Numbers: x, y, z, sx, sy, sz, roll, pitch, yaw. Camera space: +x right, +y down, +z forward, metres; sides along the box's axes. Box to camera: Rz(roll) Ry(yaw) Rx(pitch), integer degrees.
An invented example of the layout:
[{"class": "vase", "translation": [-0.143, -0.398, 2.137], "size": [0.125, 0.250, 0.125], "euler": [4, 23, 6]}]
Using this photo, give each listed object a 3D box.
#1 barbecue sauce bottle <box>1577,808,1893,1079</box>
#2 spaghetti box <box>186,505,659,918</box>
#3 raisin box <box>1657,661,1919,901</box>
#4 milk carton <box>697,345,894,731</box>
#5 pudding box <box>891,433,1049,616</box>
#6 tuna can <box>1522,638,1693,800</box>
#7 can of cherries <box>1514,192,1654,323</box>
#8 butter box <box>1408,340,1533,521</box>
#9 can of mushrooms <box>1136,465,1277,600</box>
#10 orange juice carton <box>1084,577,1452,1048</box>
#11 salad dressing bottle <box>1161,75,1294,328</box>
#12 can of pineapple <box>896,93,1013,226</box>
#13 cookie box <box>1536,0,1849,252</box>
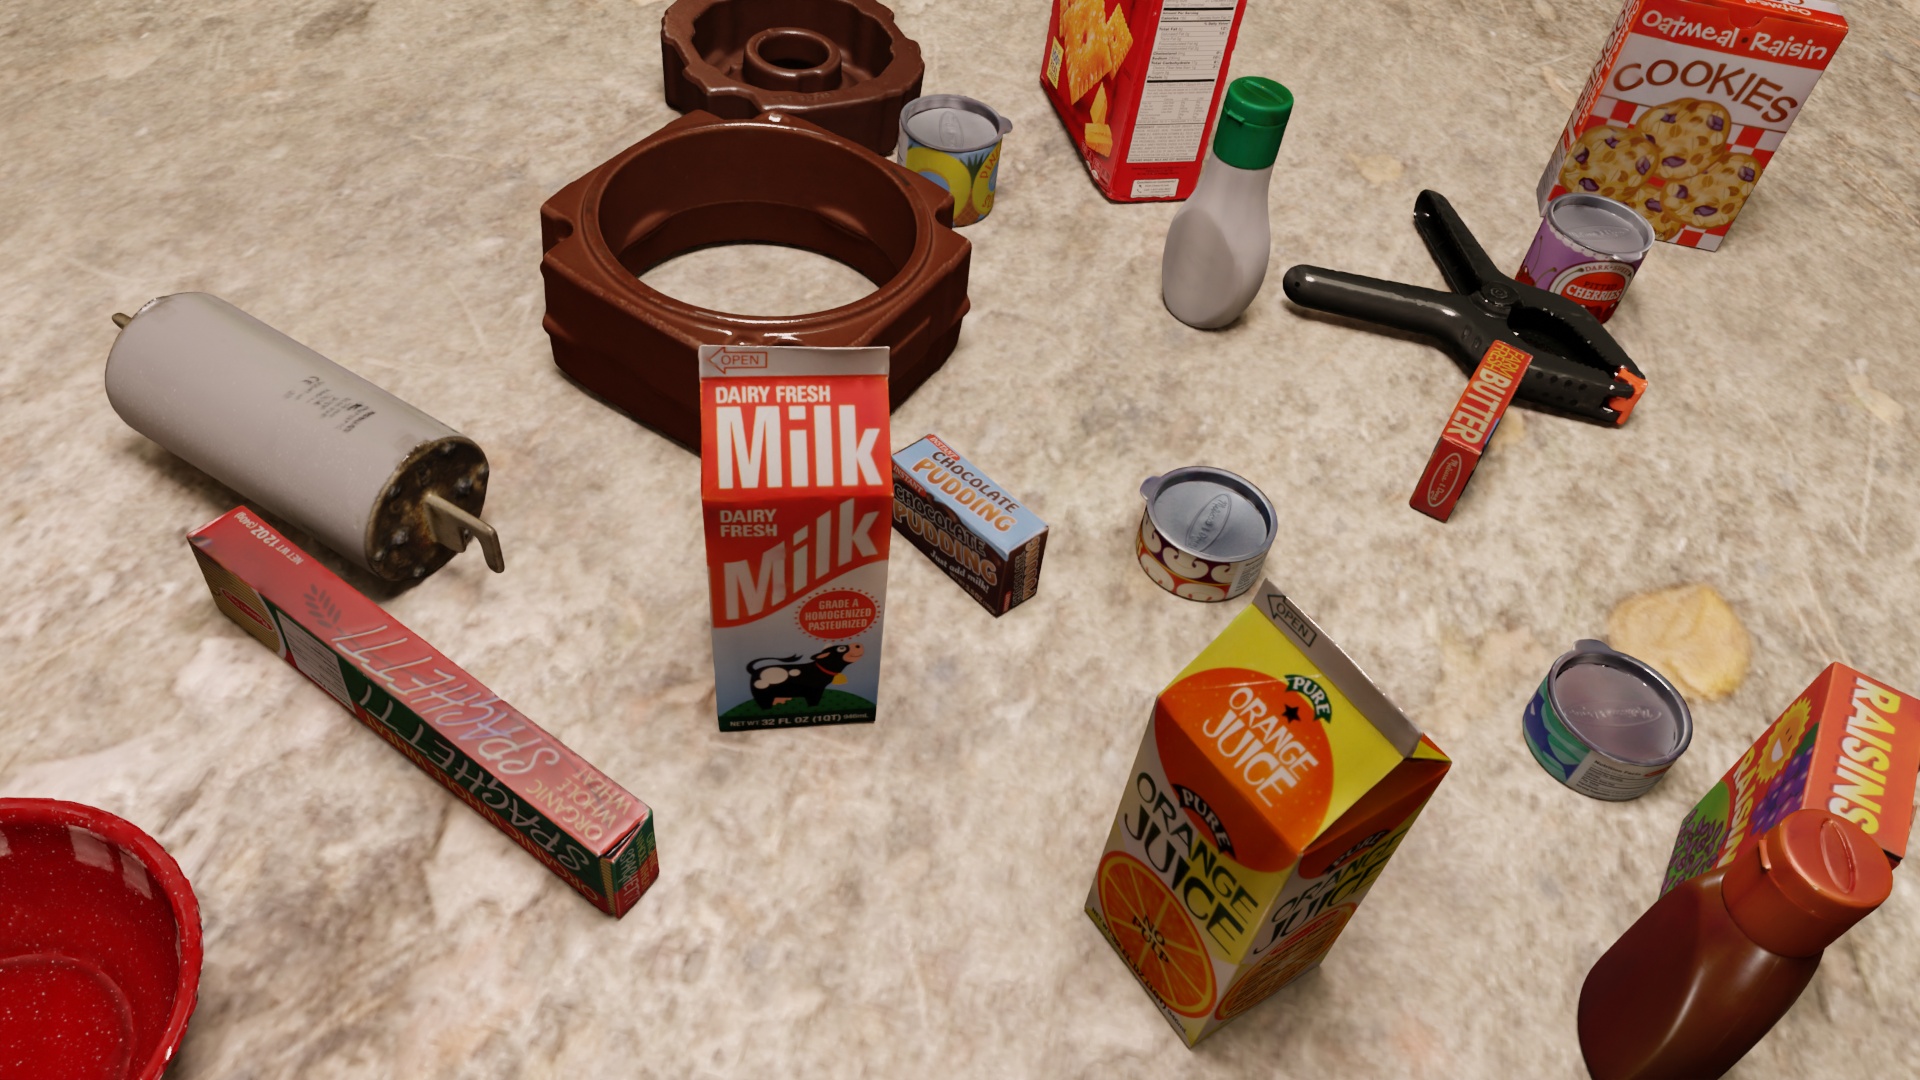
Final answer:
[{"class": "barbecue sauce bottle", "translation": [0.275, 0.151, 0.503], "size": [0.044, 0.147, 0.065], "euler": [15, 48, 6]}, {"class": "spaghetti box", "translation": [-0.225, 0.067, 0.576], "size": [0.250, 0.049, 0.029], "euler": [31, 51, 19]}, {"class": "raisin box", "translation": [0.329, 0.119, 0.556], "size": [0.040, 0.122, 0.086], "euler": [29, 50, 18]}, {"class": "milk carton", "translation": [-0.068, -0.006, 0.570], "size": [0.072, 0.189, 0.074], "euler": [-2, 48, -10]}, {"class": "pudding box", "translation": [0.002, -0.008, 0.677], "size": [0.030, 0.049, 0.084], "euler": [-32, 59, -31]}, {"class": "tuna can", "translation": [0.299, 0.083, 0.647], "size": [0.071, 0.032, 0.071], "euler": [4, 47, -4]}, {"class": "can of cherries", "translation": [0.395, -0.176, 0.881], "size": [0.071, 0.058, 0.072], "euler": [4, 47, -4]}, {"class": "butter box", "translation": [0.281, -0.062, 0.763], "size": [0.024, 0.052, 0.104], "euler": [28, 50, 17]}, {"class": "can of mushrooms", "translation": [0.121, -0.005, 0.702], "size": [0.071, 0.033, 0.071], "euler": [4, 47, -4]}, {"class": "orange juice carton", "translation": [0.108, 0.098, 0.498], "size": [0.073, 0.191, 0.072], "euler": [-23, 55, -26]}, {"class": "salad dressing bottle", "translation": [0.155, -0.192, 0.802], "size": [0.044, 0.146, 0.064], "euler": [-30, 58, -30]}, {"class": "can of pineapple", "translation": [-0.006, -0.241, 0.885], "size": [0.071, 0.057, 0.071], "euler": [4, 47, -4]}, {"class": "cookie box", "translation": [0.474, -0.279, 0.913], "size": [0.123, 0.166, 0.040], "euler": [13, 47, 4]}]
